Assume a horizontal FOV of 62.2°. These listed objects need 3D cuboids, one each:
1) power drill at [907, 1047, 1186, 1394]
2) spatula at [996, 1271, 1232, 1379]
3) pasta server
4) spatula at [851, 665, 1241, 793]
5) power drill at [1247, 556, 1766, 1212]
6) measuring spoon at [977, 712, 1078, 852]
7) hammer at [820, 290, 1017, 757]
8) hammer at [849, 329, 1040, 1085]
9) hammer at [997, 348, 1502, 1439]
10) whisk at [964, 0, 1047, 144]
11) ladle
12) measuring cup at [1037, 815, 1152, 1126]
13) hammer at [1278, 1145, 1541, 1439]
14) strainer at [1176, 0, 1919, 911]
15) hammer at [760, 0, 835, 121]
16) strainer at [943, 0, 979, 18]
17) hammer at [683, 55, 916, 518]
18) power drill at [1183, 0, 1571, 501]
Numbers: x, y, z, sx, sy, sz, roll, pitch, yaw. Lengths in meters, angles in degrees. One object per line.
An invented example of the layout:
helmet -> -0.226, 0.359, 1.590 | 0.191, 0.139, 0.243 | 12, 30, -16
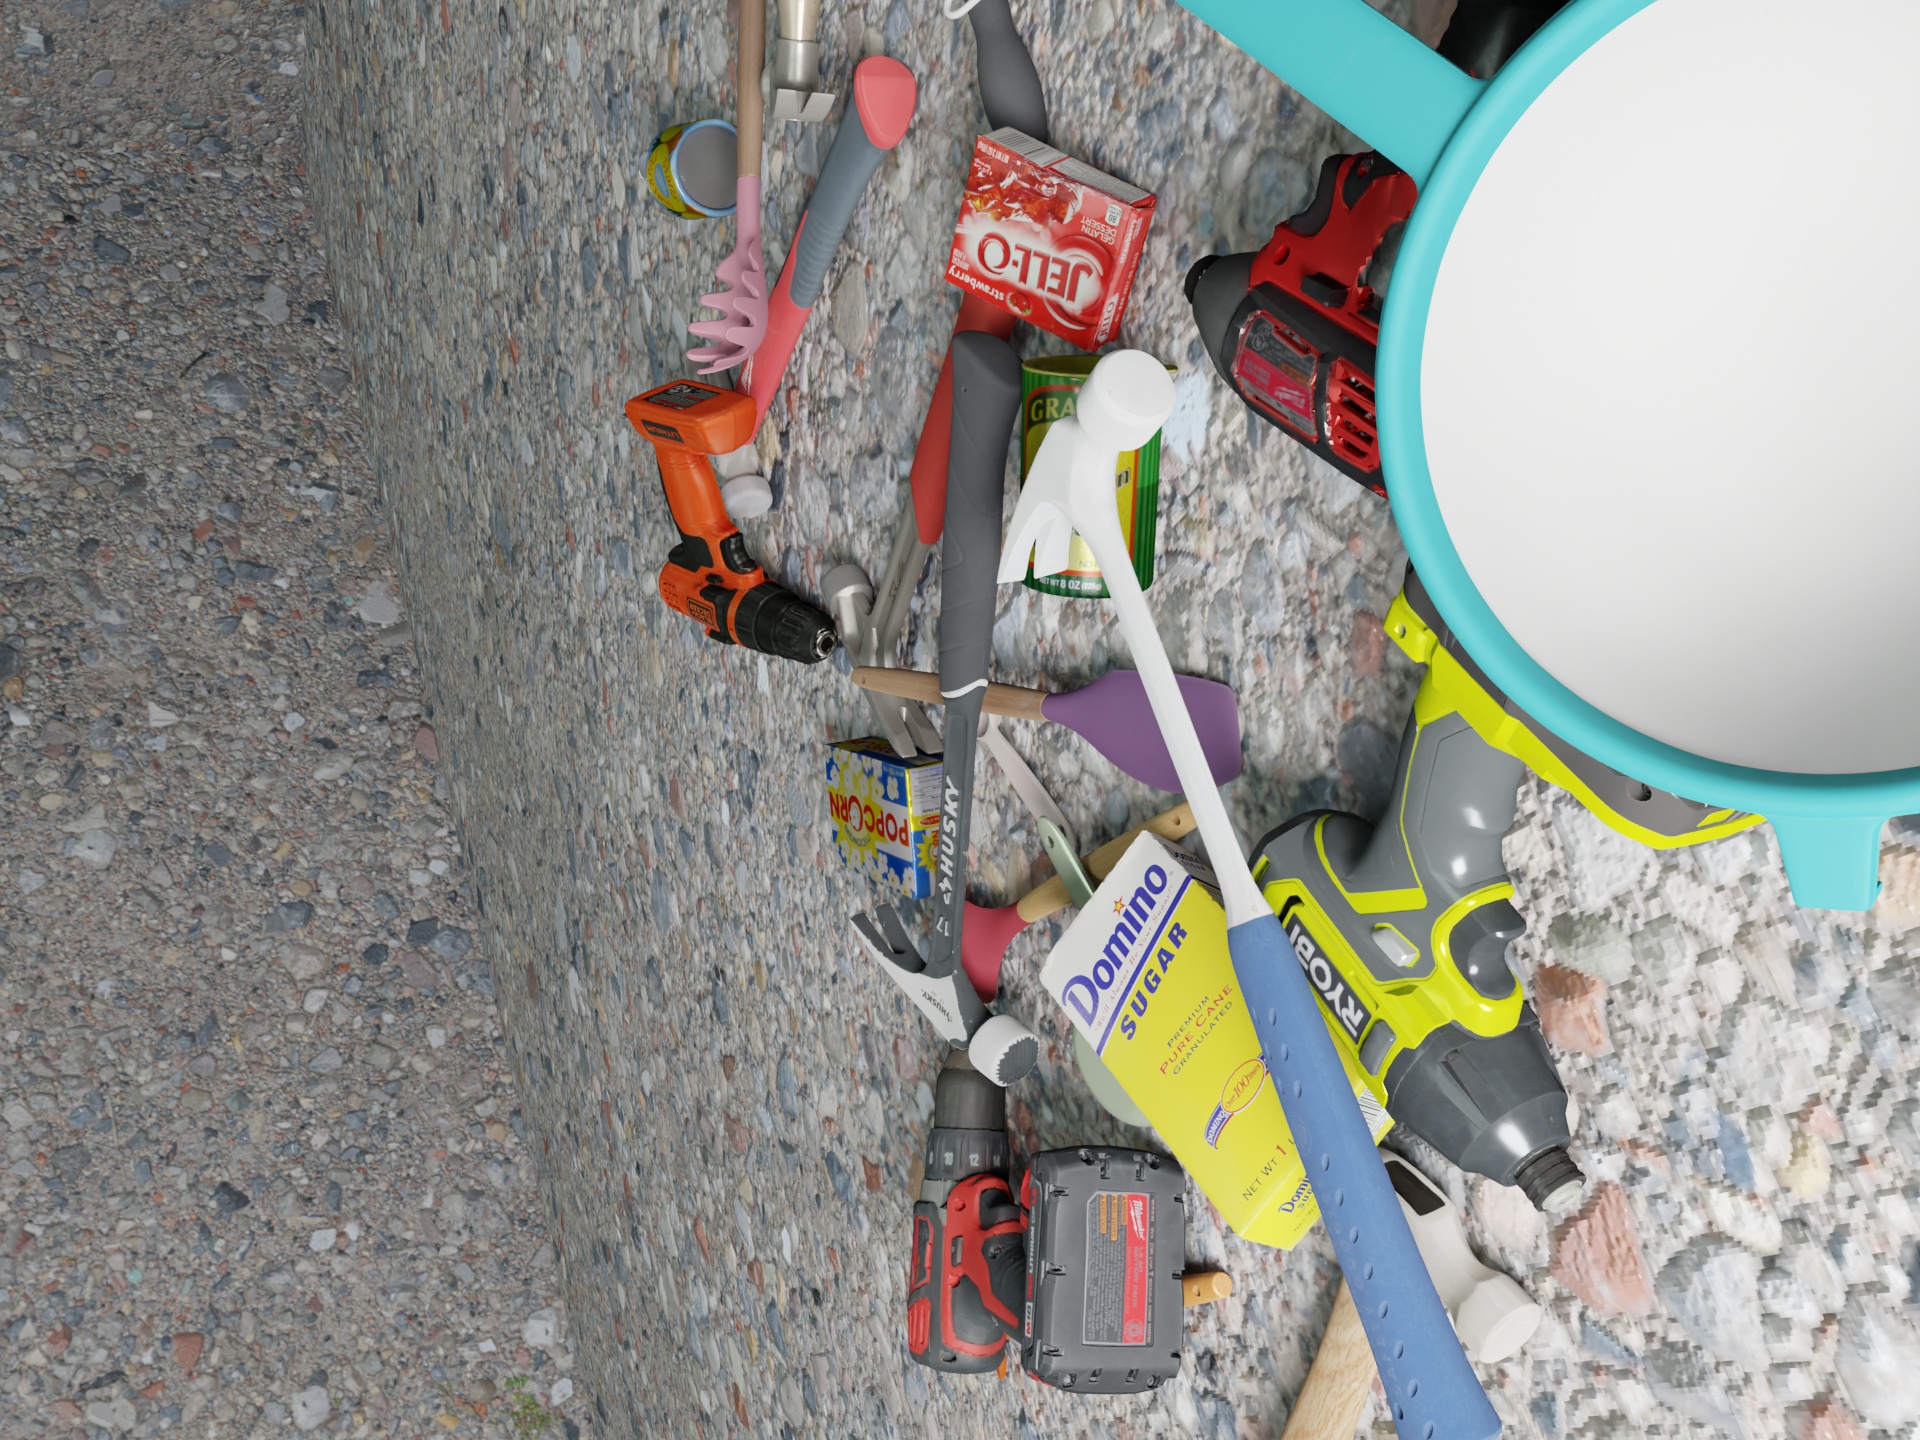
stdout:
power drill -> 0.035, 0.275, 0.891 | 0.226, 0.080, 0.188 | 150, 127, -62
spatula -> 0.068, 0.341, 0.927 | 0.322, 0.041, 0.081 | -41, 62, 55
pasta server -> -0.142, -0.376, 1.023 | 0.060, 0.040, 0.316 | -6, 82, 53
spatula -> 0.032, -0.008, 0.847 | 0.316, 0.018, 0.059 | 12, 112, 52
power drill -> 0.186, 0.049, 0.547 | 0.171, 0.080, 0.223 | 58, 149, 39
measuring spoon -> 0.036, 0.025, 0.897 | 0.124, 0.018, 0.034 | 56, 145, 28
hammer -> -0.008, -0.141, 0.900 | 0.149, 0.036, 0.358 | 62, 148, 31
hammer -> -0.001, -0.003, 0.851 | 0.149, 0.036, 0.408 | 33, 130, 43
hammer -> 0.106, 0.068, 0.612 | 0.144, 0.035, 0.406 | 129, 125, -64
whisk -> -0.003, -0.412, 0.784 | 0.070, 0.070, 0.284 | -17, 88, 63
ladle -> 0.050, 0.098, 0.878 | 0.315, 0.031, 0.069 | -42, 66, 57
measuring cup -> 0.068, 0.128, 0.810 | 0.168, 0.038, 0.083 | 63, 147, 11
hammer -> 0.162, 0.326, 0.728 | 0.130, 0.031, 0.331 | 48, 139, 46
strainer -> 0.181, -0.131, 0.424 | 0.341, 0.095, 0.211 | 49, 131, 25
hammer -> -0.080, -0.547, 0.873 | 0.146, 0.038, 0.410 | -113, 26, -66
strainer -> 0.054, -0.427, 0.684 | 0.087, 0.050, 0.258 | 54, 137, 32
hammer -> -0.114, -0.295, 1.054 | 0.386, 0.038, 0.143 | -50, 53, 56
power drill -> 0.144, -0.197, 0.531 | 0.143, 0.078, 0.219 | 48, 139, 40
